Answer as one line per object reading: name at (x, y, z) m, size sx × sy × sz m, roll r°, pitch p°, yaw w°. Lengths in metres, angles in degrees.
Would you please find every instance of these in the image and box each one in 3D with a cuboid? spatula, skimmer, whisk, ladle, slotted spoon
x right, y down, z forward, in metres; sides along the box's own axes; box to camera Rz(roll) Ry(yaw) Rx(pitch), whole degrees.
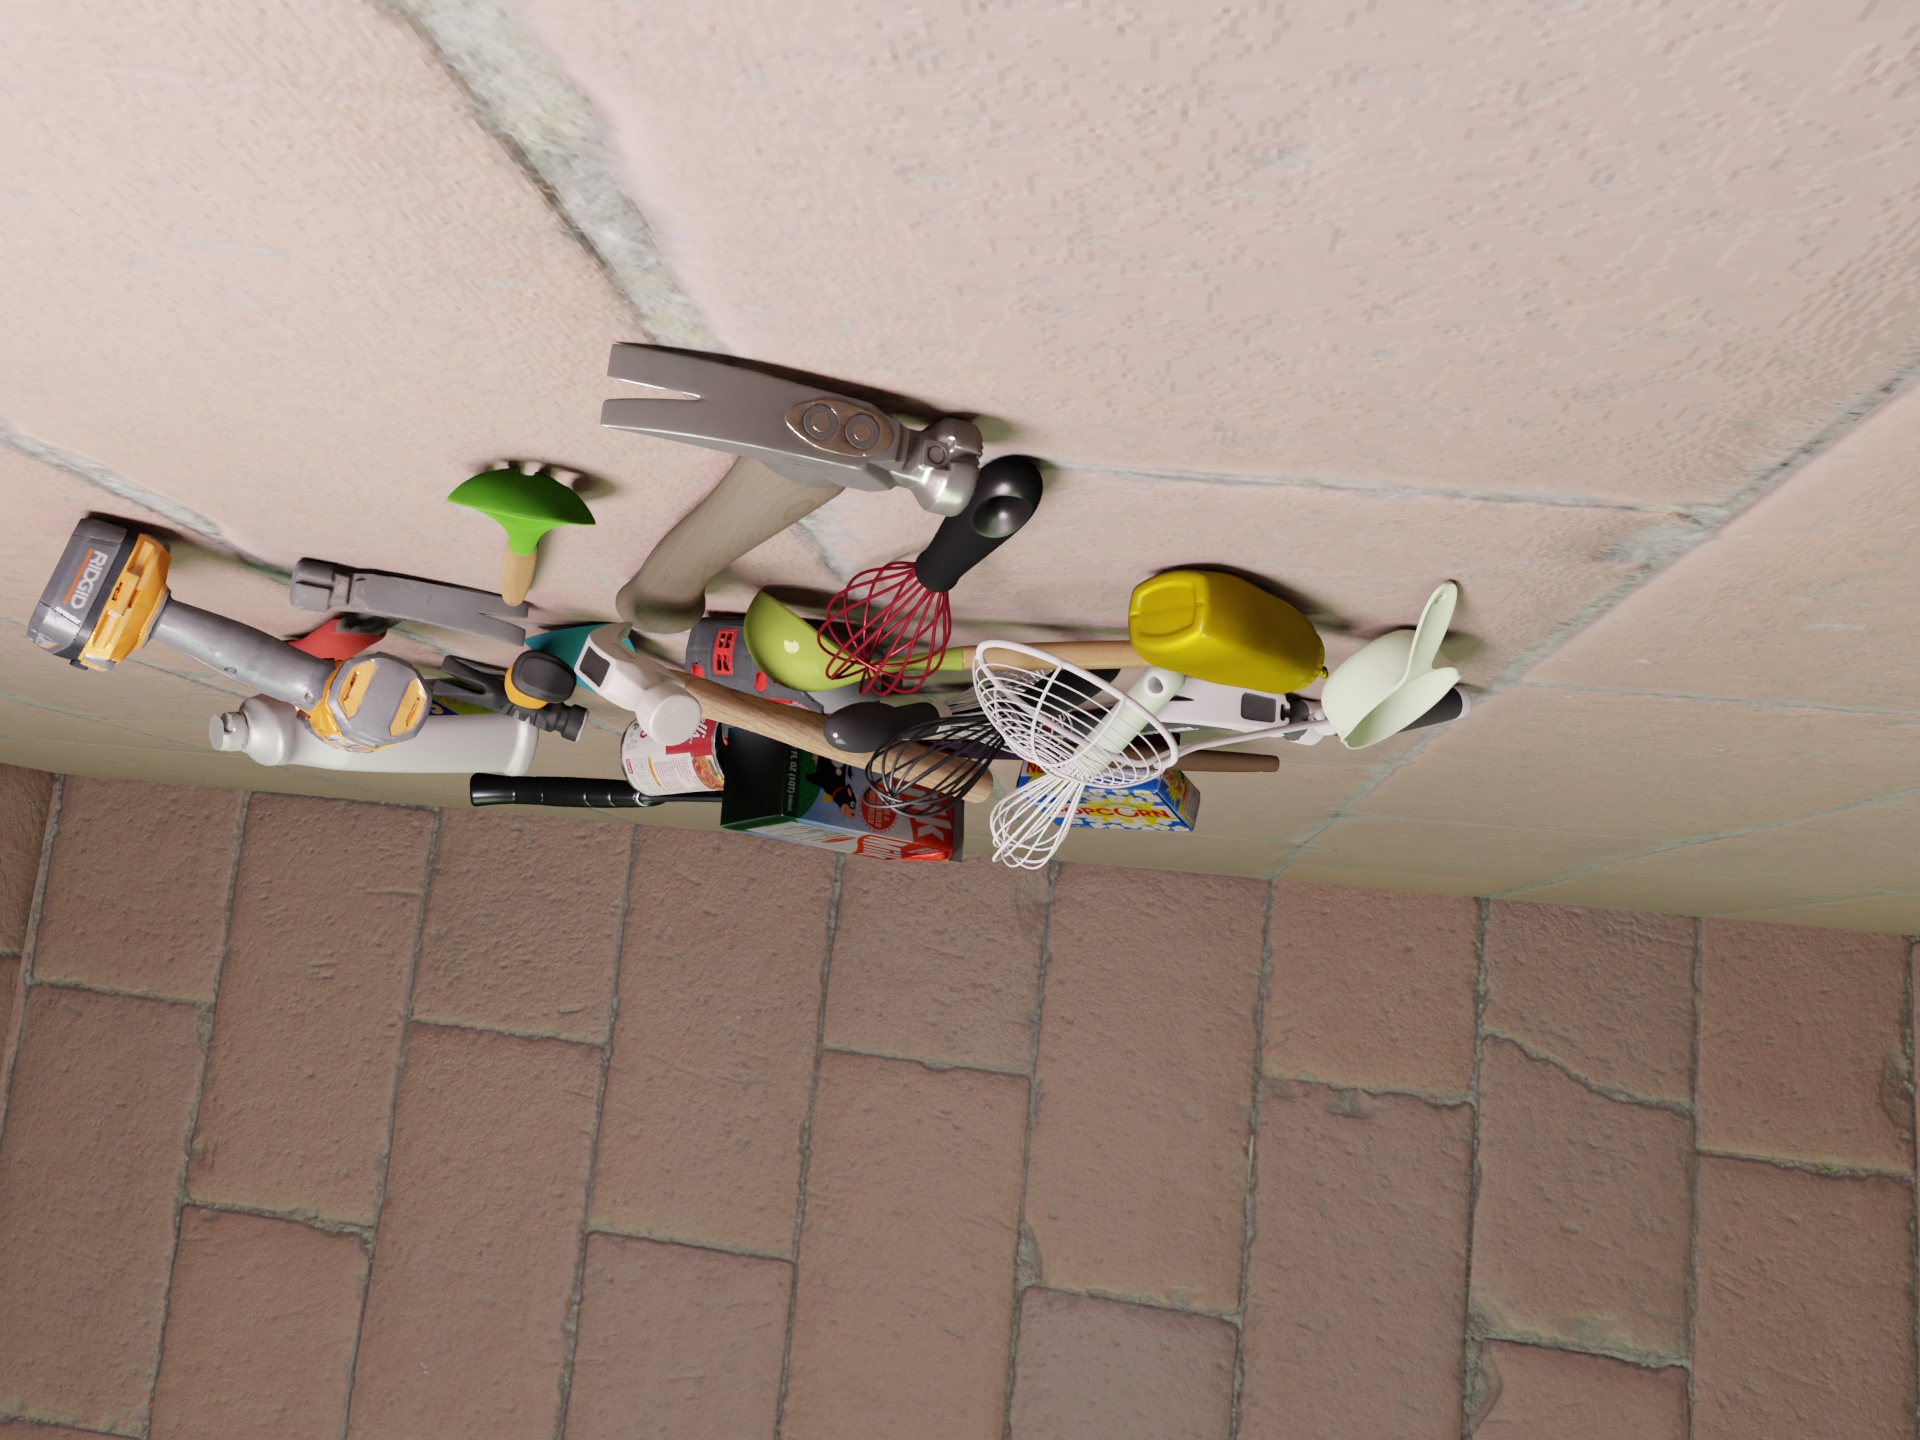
spatula at (0.096, 0.025, 1.177) m, size 0.315 × 0.018 × 0.060 m, roll 3°, pitch 172°, yaw -19°
skimmer at (0.176, -0.021, 0.960) m, size 0.363 × 0.090 × 0.127 m, roll -8°, pitch -173°, yaw -30°
whisk at (-0.002, -0.002, 1.022) m, size 0.070 × 0.070 × 0.284 m, roll 0°, pitch -176°, yaw 31°
whisk at (0.027, 0.002, 0.971) m, size 0.055 × 0.055 × 0.239 m, roll -3°, pitch -161°, yaw 43°
ladle at (0.028, -0.051, 0.975) m, size 0.320 × 0.062 × 0.078 m, roll -1°, pitch 176°, yaw -1°
slotted spoon at (-0.244, -0.094, 0.876) m, size 0.070 × 0.031 × 0.314 m, roll 8°, pitch 173°, yaw -16°
whisk at (-0.016, -0.070, 0.804) m, size 0.073 × 0.073 × 0.296 m, roll 8°, pitch 164°, yaw -15°
whisk at (0.088, 0.033, 1.129) m, size 0.059 × 0.058 × 0.246 m, roll -30°, pitch 165°, yaw -44°
spatula at (-0.220, -0.031, 1.274) m, size 0.082 × 0.044 × 0.317 m, roll -8°, pitch 172°, yaw 21°

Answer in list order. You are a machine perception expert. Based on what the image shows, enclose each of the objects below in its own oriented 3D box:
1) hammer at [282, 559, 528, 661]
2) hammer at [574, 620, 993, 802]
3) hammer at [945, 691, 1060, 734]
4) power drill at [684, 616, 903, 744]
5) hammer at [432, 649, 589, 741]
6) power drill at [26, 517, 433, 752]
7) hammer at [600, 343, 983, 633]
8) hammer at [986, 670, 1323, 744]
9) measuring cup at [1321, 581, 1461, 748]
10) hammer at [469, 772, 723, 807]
hammer at (-0.444, -0.062, 1.177) m, size 0.149 × 0.037 × 0.359 m, roll 11°, pitch 169°, yaw -31°
hammer at (-0.094, 0.006, 0.978) m, size 0.130 × 0.031 × 0.331 m, roll 34°, pitch -170°, yaw 41°
hammer at (-0.084, 0.006, 1.296) m, size 0.386 × 0.038 × 0.143 m, roll -6°, pitch 174°, yaw 42°
power drill at (-0.111, -0.019, 1.130) m, size 0.143 × 0.078 × 0.219 m, roll 5°, pitch 168°, yaw -1°
hammer at (-0.331, -0.025, 1.192) m, size 0.127 × 0.034 × 0.337 m, roll 21°, pitch 171°, yaw -15°
power drill at (-0.470, -0.041, 1.031) m, size 0.226 × 0.084 × 0.185 m, roll 26°, pitch 165°, yaw -27°
hammer at (-0.131, -0.092, 0.784) m, size 0.146 × 0.038 × 0.410 m, roll 10°, pitch 170°, yaw -20°
hammer at (0.119, 0.004, 1.256) m, size 0.146 × 0.035 × 0.335 m, roll 10°, pitch 171°, yaw -31°
measuring cup at (0.242, -0.041, 0.879) m, size 0.083 × 0.038 × 0.167 m, roll -27°, pitch 154°, yaw -10°
hammer at (-0.244, 0.062, 1.364) m, size 0.409 × 0.036 × 0.149 m, roll 1°, pitch -168°, yaw 19°
